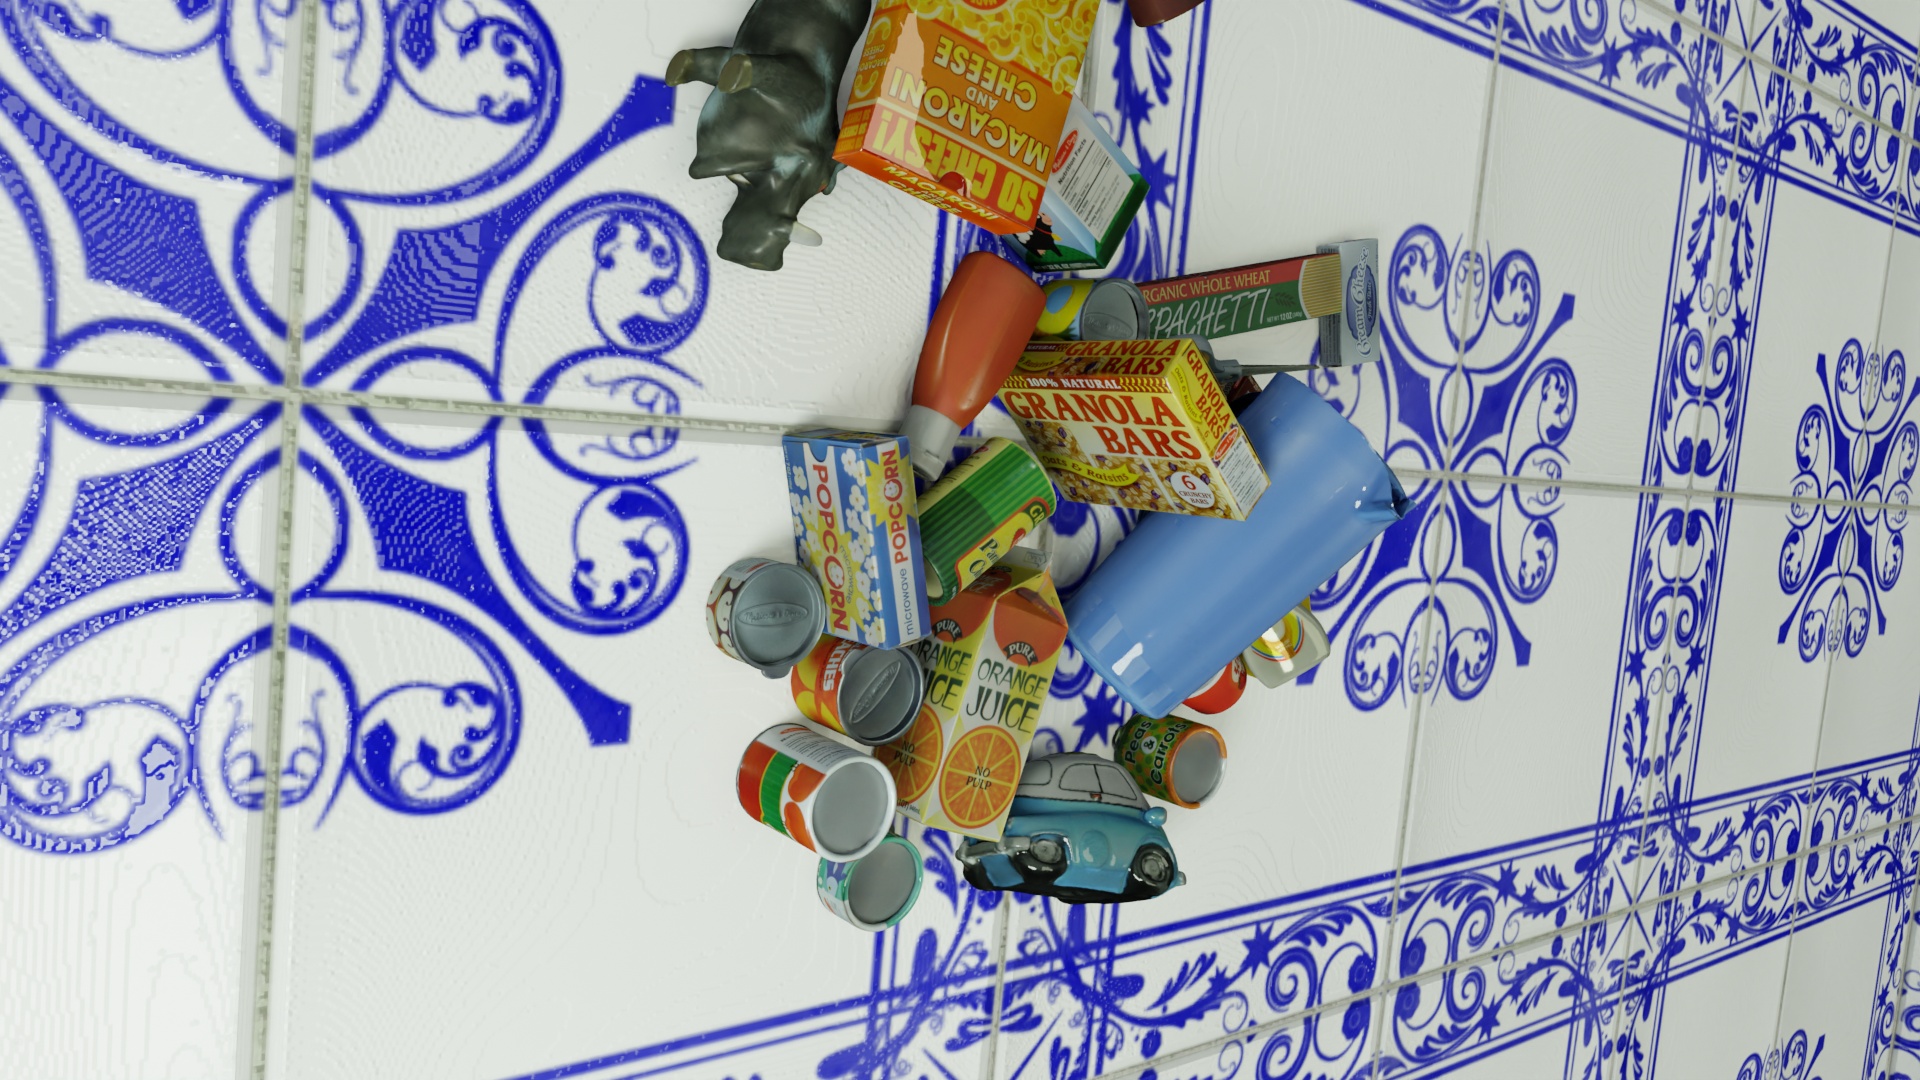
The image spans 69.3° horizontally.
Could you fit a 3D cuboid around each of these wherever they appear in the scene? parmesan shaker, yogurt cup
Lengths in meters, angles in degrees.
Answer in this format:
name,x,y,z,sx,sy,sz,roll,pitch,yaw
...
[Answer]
name,x,y,z,sx,sy,sz,roll,pitch,yaw
parmesan shaker,0.003,-0.011,0.911,0.103,0.071,0.071,-40,120,-24
yogurt cup,0.186,0.100,1.075,0.054,0.072,0.072,40,72,-44

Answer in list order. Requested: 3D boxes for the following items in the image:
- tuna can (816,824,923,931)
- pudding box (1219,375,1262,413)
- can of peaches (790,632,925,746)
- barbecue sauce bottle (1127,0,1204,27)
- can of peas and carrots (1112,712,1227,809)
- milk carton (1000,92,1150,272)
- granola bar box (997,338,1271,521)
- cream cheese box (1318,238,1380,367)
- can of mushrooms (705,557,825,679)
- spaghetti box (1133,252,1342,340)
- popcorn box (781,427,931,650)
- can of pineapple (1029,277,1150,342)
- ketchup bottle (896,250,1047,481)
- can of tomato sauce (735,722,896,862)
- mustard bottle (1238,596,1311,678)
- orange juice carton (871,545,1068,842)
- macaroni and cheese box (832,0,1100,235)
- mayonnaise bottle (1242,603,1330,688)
name,x,y,z,sx,sy,sz,roll,pitch,yaw
tuna can,-0.058,0.220,0.919,0.071,0.033,0.071,-8,102,-37
pudding box,0.225,-0.088,1.097,0.083,0.030,0.050,46,70,-33
can of peaches,-0.066,0.089,0.875,0.071,0.058,0.071,-7,102,-37
barbecue sauce bottle,0.125,-0.436,0.955,0.065,0.043,0.148,-38,118,-28
can of peas and carrots,0.161,0.167,1.067,0.071,0.059,0.071,-7,101,-38
milk carton,0.031,-0.260,0.889,0.190,0.072,0.073,40,72,-36
granola bar box,0.109,-0.076,0.920,0.039,0.165,0.124,-50,124,-23
cream cheese box,0.326,-0.199,1.163,0.053,0.024,0.103,-14,105,-35
can of mushrooms,-0.119,0.047,0.843,0.071,0.033,0.071,-7,101,-38
spaghetti box,0.206,-0.183,1.067,0.251,0.028,0.050,-16,106,-36
popcorn box,-0.064,-0.003,0.845,0.038,0.085,0.126,-16,107,-37
can of pineapple,0.087,-0.147,0.960,0.071,0.058,0.071,-7,101,-37
ketchup bottle,0.000,-0.111,0.905,0.064,0.043,0.149,32,77,-29
can of tomato sauce,-0.088,0.156,0.852,0.071,0.083,0.071,-7,101,-37
mustard bottle,0.249,0.030,1.122,0.065,0.049,0.159,-16,106,-35
orange juice carton,0.009,0.094,0.927,0.073,0.072,0.193,23,83,-39
macaroni and cheese box,0.008,-0.276,0.796,0.124,0.040,0.166,17,88,-34
mayonnaise bottle,0.222,0.038,1.073,0.064,0.041,0.148,-33,92,13
